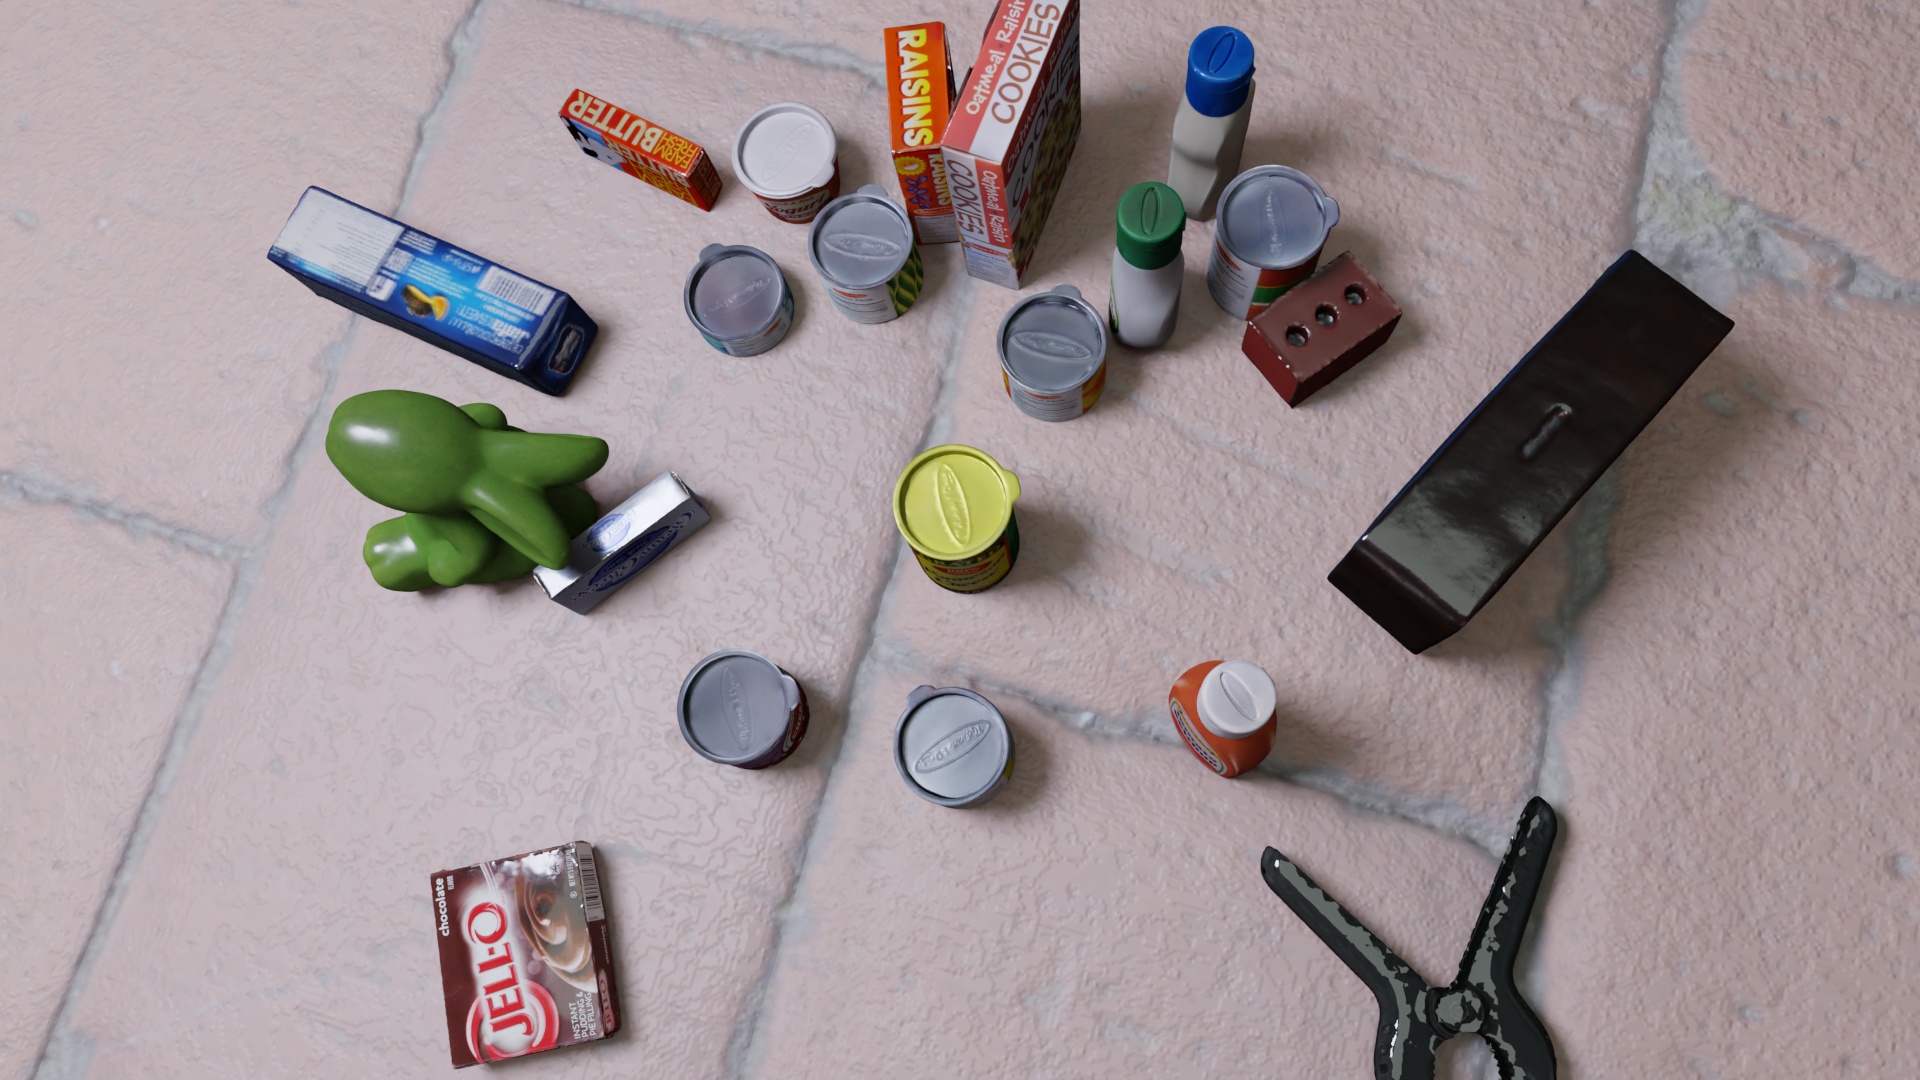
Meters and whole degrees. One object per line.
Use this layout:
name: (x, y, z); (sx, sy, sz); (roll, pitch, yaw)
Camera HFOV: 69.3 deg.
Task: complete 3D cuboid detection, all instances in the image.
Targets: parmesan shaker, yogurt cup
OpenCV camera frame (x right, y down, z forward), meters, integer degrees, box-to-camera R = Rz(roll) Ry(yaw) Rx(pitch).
parmesan shaker: (0.003, -0.010, 0.810); (0.071, 0.103, 0.071); (-1, 76, 5)
yogurt cup: (-0.110, -0.243, 0.905); (0.072, 0.054, 0.072); (-1, 76, 5)

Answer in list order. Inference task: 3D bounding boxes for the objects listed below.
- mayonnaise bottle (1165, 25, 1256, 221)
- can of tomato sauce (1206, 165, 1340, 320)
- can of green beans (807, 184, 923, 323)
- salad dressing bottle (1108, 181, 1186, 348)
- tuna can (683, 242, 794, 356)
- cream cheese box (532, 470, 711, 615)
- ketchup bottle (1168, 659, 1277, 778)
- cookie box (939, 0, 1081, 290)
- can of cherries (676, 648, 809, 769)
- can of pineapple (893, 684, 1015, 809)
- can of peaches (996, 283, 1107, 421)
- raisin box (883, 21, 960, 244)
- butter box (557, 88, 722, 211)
mayonnaise bottle: (0.150, -0.251, 0.834); (0.041, 0.148, 0.065); (27, 80, 11)
can of tomato sauce: (0.188, -0.179, 0.846); (0.071, 0.083, 0.071); (-1, 76, 5)
can of green beans: (-0.059, -0.178, 0.882); (0.071, 0.057, 0.071); (-1, 76, 5)
salad dressing bottle: (0.109, -0.160, 0.815); (0.044, 0.147, 0.064); (6, 77, 7)
tuna can: (-0.144, -0.156, 0.897); (0.071, 0.032, 0.071); (-1, 76, 5)
cream cheese box: (-0.206, 0.002, 0.852); (0.104, 0.053, 0.024); (-37, 76, -4)
ketchup bottle: (0.143, 0.092, 0.747); (0.043, 0.148, 0.065); (-35, 76, -3)
cookie box: (0.034, -0.242, 0.833); (0.040, 0.167, 0.123); (19, 79, 10)
can of cherries: (-0.124, 0.100, 0.817); (0.071, 0.058, 0.071); (-1, 76, 5)
can of pineapple: (-0.003, 0.119, 0.801); (0.071, 0.057, 0.071); (-1, 76, 5)
can of peaches: (0.058, -0.114, 0.854); (0.071, 0.058, 0.071); (-1, 76, 5)
raisin box: (-0.019, -0.249, 0.862); (0.040, 0.123, 0.086); (-4, 76, 5)
butter box: (-0.210, -0.258, 0.919); (0.103, 0.053, 0.024); (27, 80, 11)
